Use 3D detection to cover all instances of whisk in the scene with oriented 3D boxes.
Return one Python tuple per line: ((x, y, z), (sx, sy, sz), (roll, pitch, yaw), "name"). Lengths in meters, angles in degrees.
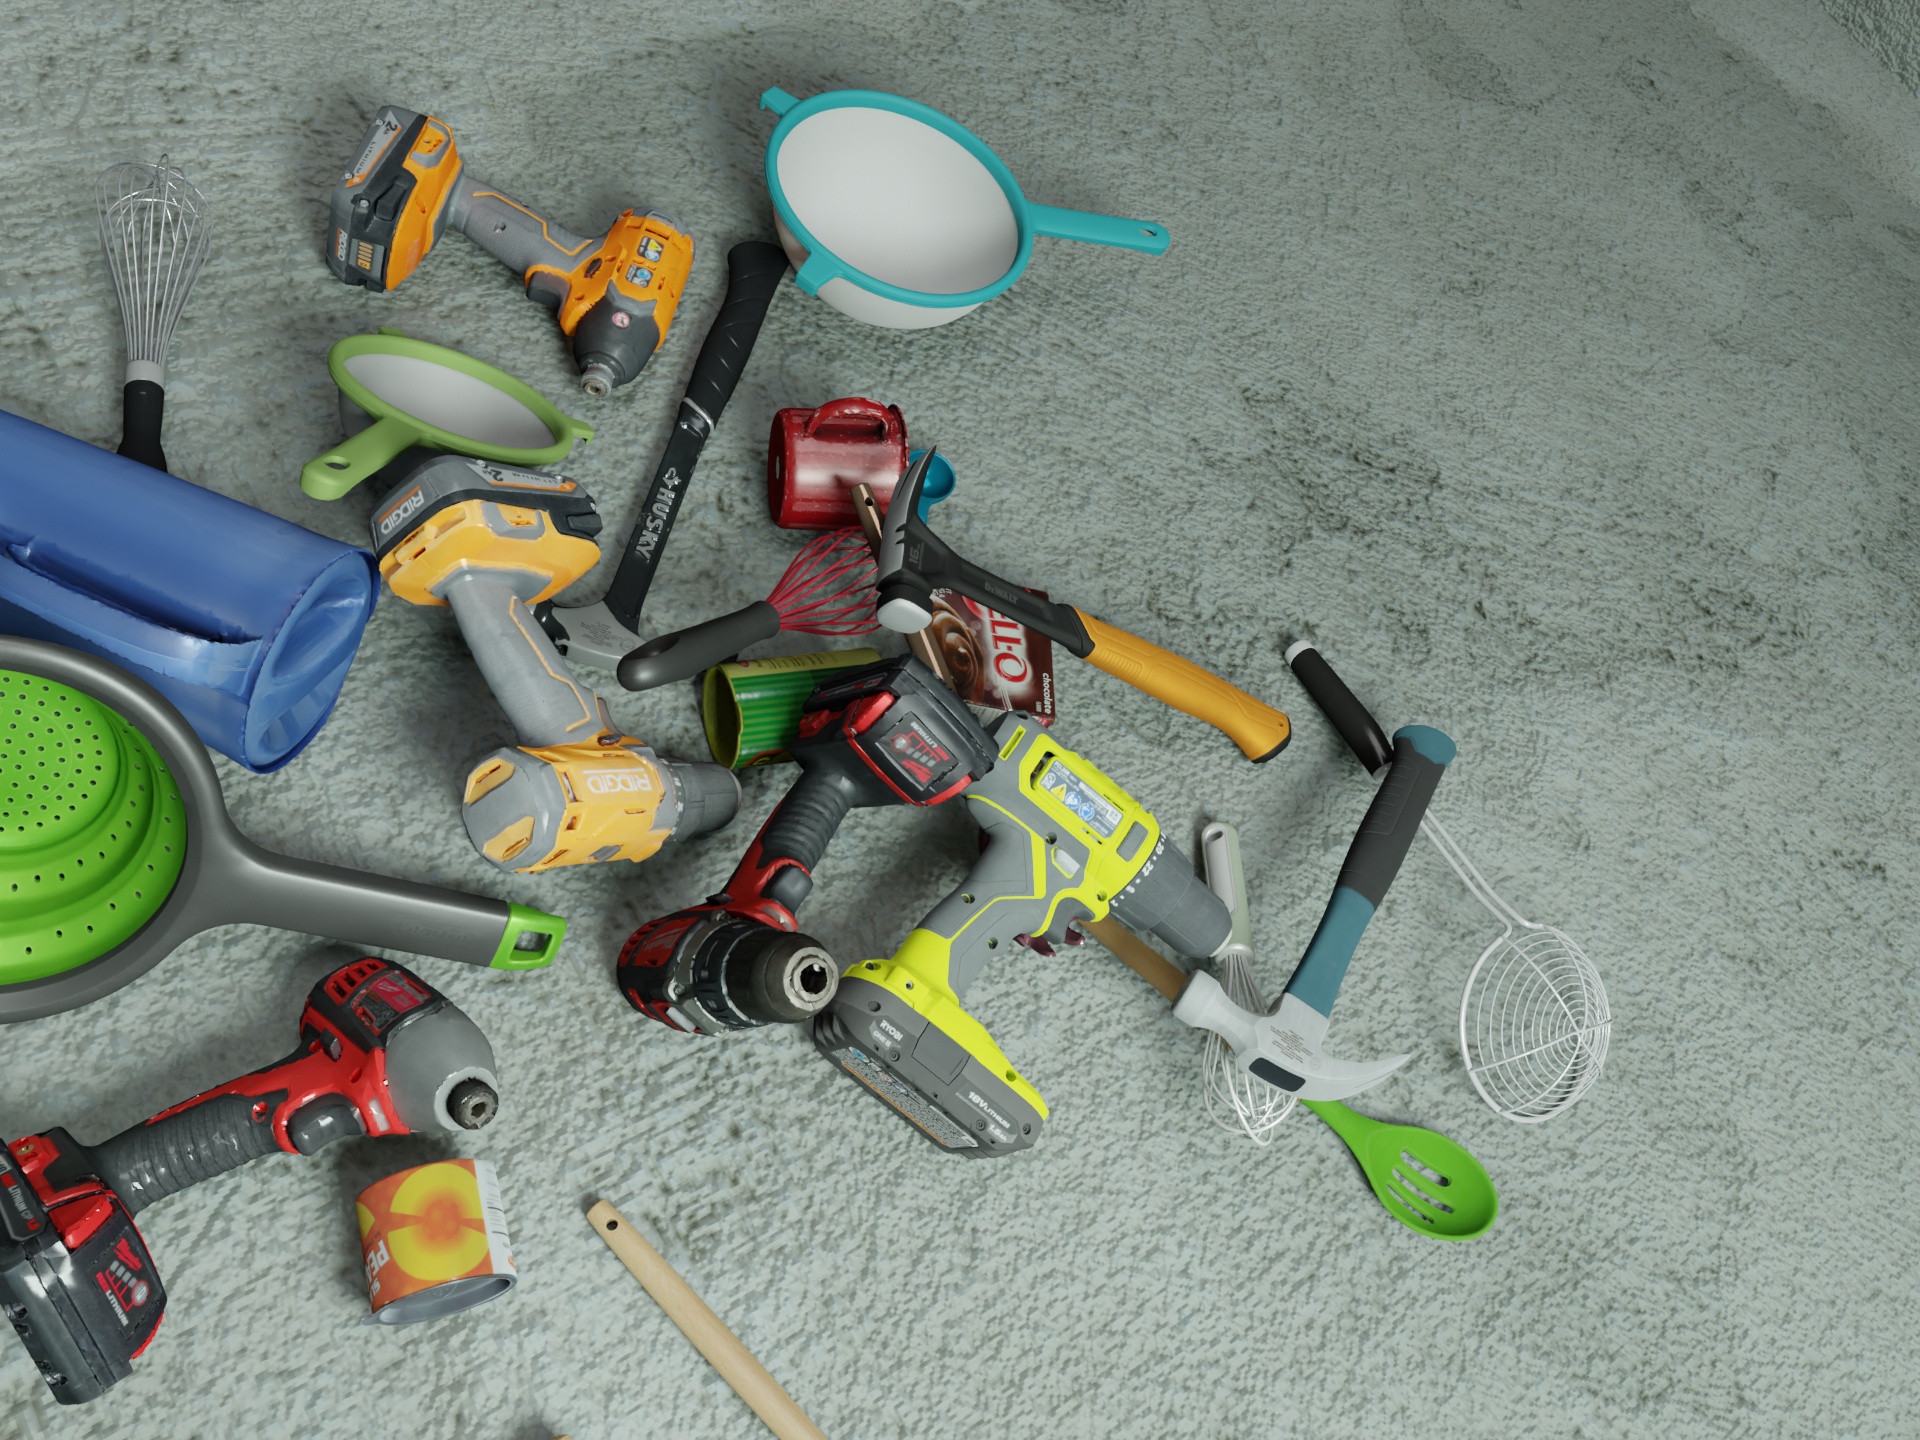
((-0.501, -0.235, 0.978), (0.070, 0.070, 0.285), (0, 63, -22), "whisk")
((-0.109, -0.066, 0.968), (0.073, 0.073, 0.296), (44, 33, 9), "whisk")
((0.168, 0.152, 0.976), (0.059, 0.058, 0.247), (50, 27, -32), "whisk")

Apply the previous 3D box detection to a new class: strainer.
((0.000, -0.372, 1.244), (0.340, 0.095, 0.211), (0, 62, -25), "strainer")
((-0.328, -0.154, 0.941), (0.151, 0.069, 0.256), (26, 25, -6), "strainer")

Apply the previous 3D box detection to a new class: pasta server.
((-0.002, -0.003, 0.986), (0.060, 0.040, 0.316), (-21, 87, -24), "pasta server")

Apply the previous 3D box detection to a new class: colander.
((-0.396, 0.058, 0.802), (0.396, 0.204, 0.095), (17, 17, -30), "colander")

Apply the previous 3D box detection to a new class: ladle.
((-0.071, 0.350, 0.768), (0.320, 0.062, 0.078), (43, 62, 12), "ladle")

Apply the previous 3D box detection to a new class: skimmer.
((0.318, 0.100, 1.105), (0.127, 0.090, 0.364), (-12, 54, -27), "skimmer")

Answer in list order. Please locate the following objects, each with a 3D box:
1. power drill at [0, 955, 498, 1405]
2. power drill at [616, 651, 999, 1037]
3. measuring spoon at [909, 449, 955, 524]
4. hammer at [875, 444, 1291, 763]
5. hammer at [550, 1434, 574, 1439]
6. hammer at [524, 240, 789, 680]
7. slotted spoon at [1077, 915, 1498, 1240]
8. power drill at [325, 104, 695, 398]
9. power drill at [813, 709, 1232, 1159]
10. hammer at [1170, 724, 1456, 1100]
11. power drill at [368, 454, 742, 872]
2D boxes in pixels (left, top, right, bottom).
((-0.321, 0.194, 0.721), (0.219, 0.078, 0.143), (-30, 32, -34), "power drill")
((-0.075, 0.071, 0.845), (0.080, 0.188, 0.227), (47, 62, -19), "power drill")
((-0.036, -0.135, 1.125), (0.042, 0.021, 0.129), (21, 62, -11), "measuring spoon")
((0.092, -0.056, 1.048), (0.336, 0.034, 0.127), (25, 54, -28), "hammer")
((-0.069, 0.442, 0.700), (0.331, 0.031, 0.130), (37, 84, 13), "hammer")
((-0.180, -0.194, 1.090), (0.149, 0.036, 0.409), (20, 53, -10), "hammer")
((0.194, 0.211, 0.983), (0.314, 0.031, 0.070), (38, 53, 7), "slotted spoon")
((-0.307, -0.313, 1.090), (0.226, 0.084, 0.164), (19, 54, -14), "power drill")
((0.042, 0.131, 0.910), (0.190, 0.080, 0.228), (40, 63, -7), "power drill")
((0.246, 0.103, 0.985), (0.128, 0.033, 0.331), (35, 46, 6), "hammer")
((-0.217, -0.026, 0.890), (0.185, 0.084, 0.226), (1, 62, -60), "power drill")
